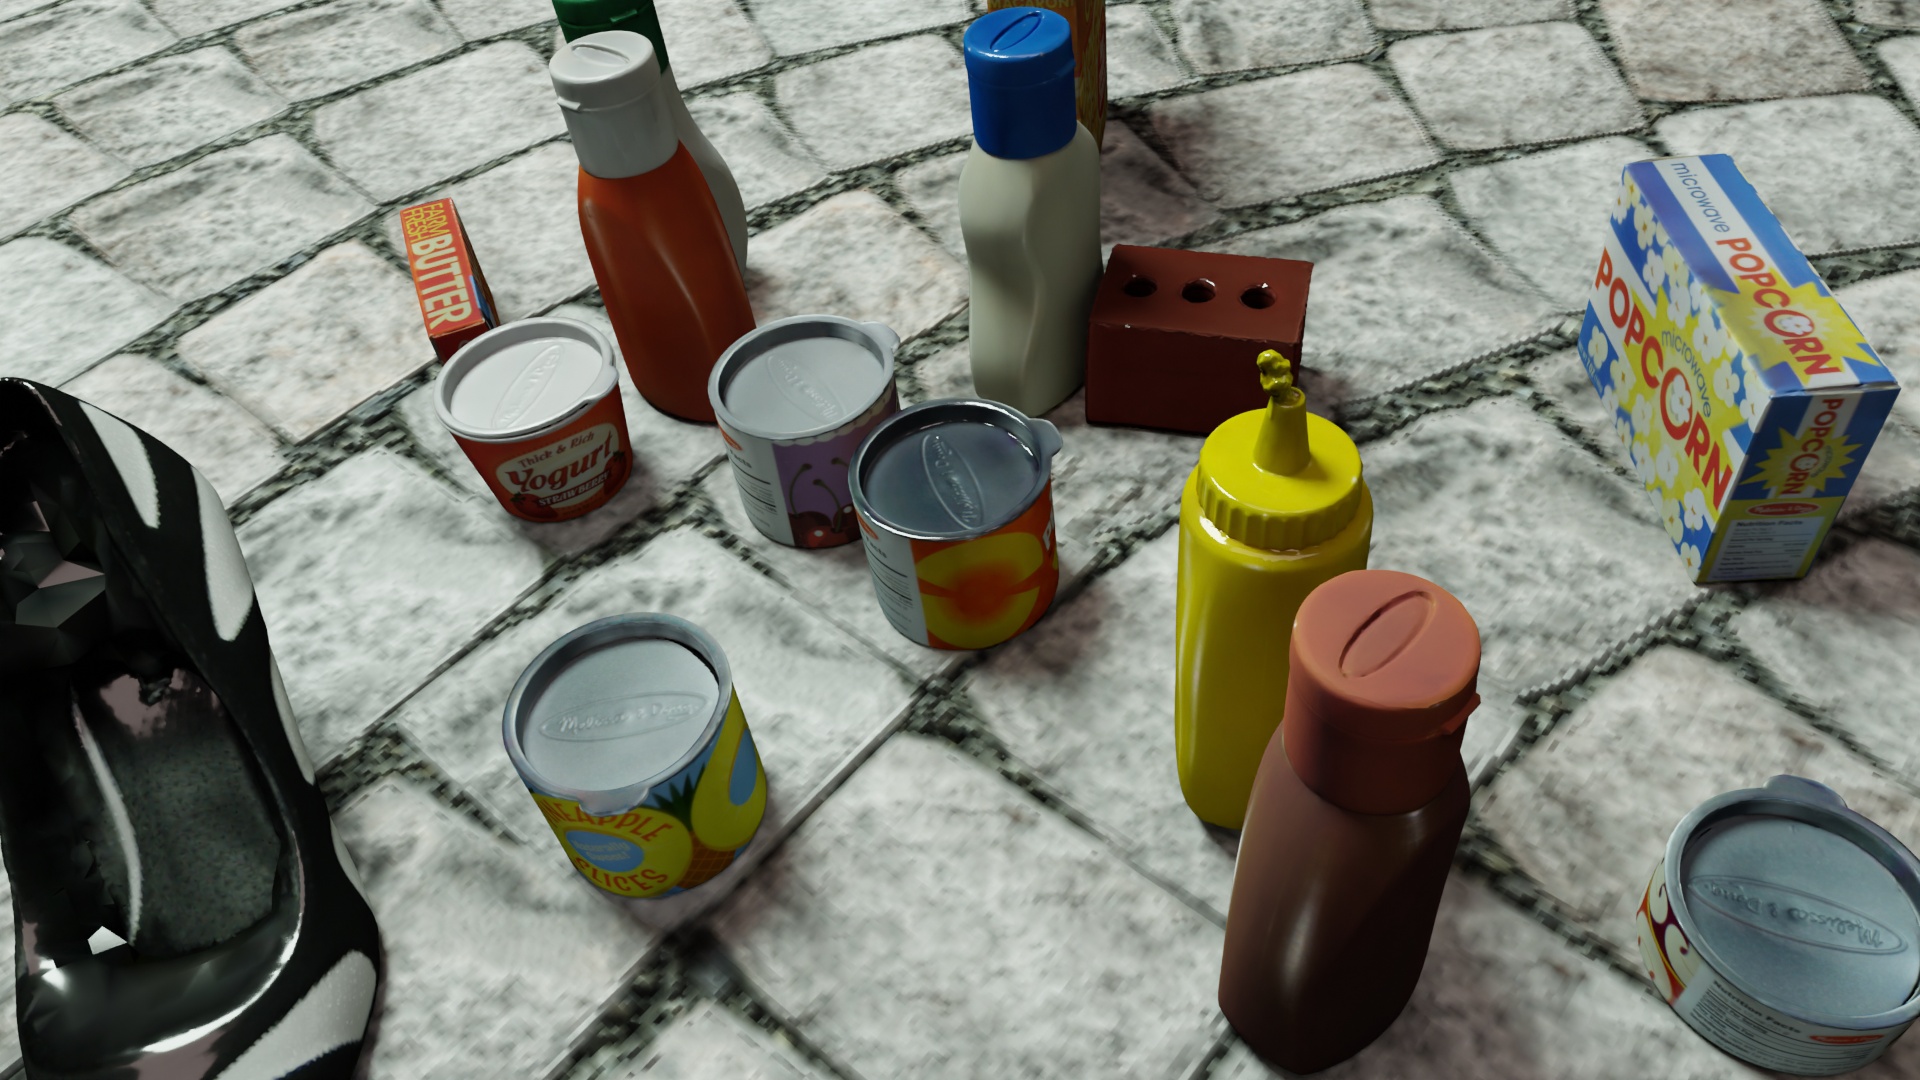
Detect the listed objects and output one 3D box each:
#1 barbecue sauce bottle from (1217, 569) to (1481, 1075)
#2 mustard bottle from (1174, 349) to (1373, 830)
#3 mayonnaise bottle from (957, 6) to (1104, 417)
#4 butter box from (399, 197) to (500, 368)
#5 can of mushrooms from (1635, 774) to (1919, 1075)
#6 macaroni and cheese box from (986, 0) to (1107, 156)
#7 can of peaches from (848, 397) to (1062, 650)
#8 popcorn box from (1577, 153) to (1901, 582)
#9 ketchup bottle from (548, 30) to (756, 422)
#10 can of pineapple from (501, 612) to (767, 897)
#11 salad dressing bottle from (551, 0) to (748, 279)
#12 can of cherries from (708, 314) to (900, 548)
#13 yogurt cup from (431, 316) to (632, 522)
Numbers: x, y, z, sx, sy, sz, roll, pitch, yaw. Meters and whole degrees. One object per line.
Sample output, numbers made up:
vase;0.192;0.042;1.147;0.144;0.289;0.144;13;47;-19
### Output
barbecue sauce bottle;0.092;0.068;0.325;0.065;0.147;0.044;-37;53;-24
mustard bottle;0.082;0.015;0.369;0.049;0.159;0.066;4;48;11
mayonnaise bottle;0.026;-0.118;0.509;0.041;0.147;0.065;23;54;27
butter box;-0.210;-0.096;0.586;0.024;0.052;0.104;-20;48;-11
can of mushrooms;0.214;0.099;0.359;0.071;0.033;0.071;-4;47;4
macaroni and cheese box;0.039;-0.233;0.603;0.040;0.165;0.124;2;47;10
can of peaches;0.002;-0.006;0.469;0.071;0.057;0.071;-4;47;4
popcorn box;0.253;-0.060;0.468;0.038;0.084;0.127;-5;47;3
ketchup bottle;-0.115;-0.114;0.525;0.065;0.148;0.044;25;55;27
can of pineapple;-0.096;0.066;0.415;0.071;0.057;0.071;-4;47;4
salad dressing bottle;-0.128;-0.161;0.570;0.064;0.146;0.044;-31;51;-20
can of cherries;-0.051;-0.040;0.508;0.071;0.058;0.072;-4;47;4
yogurt cup;-0.159;-0.044;0.529;0.072;0.053;0.073;-4;47;4
